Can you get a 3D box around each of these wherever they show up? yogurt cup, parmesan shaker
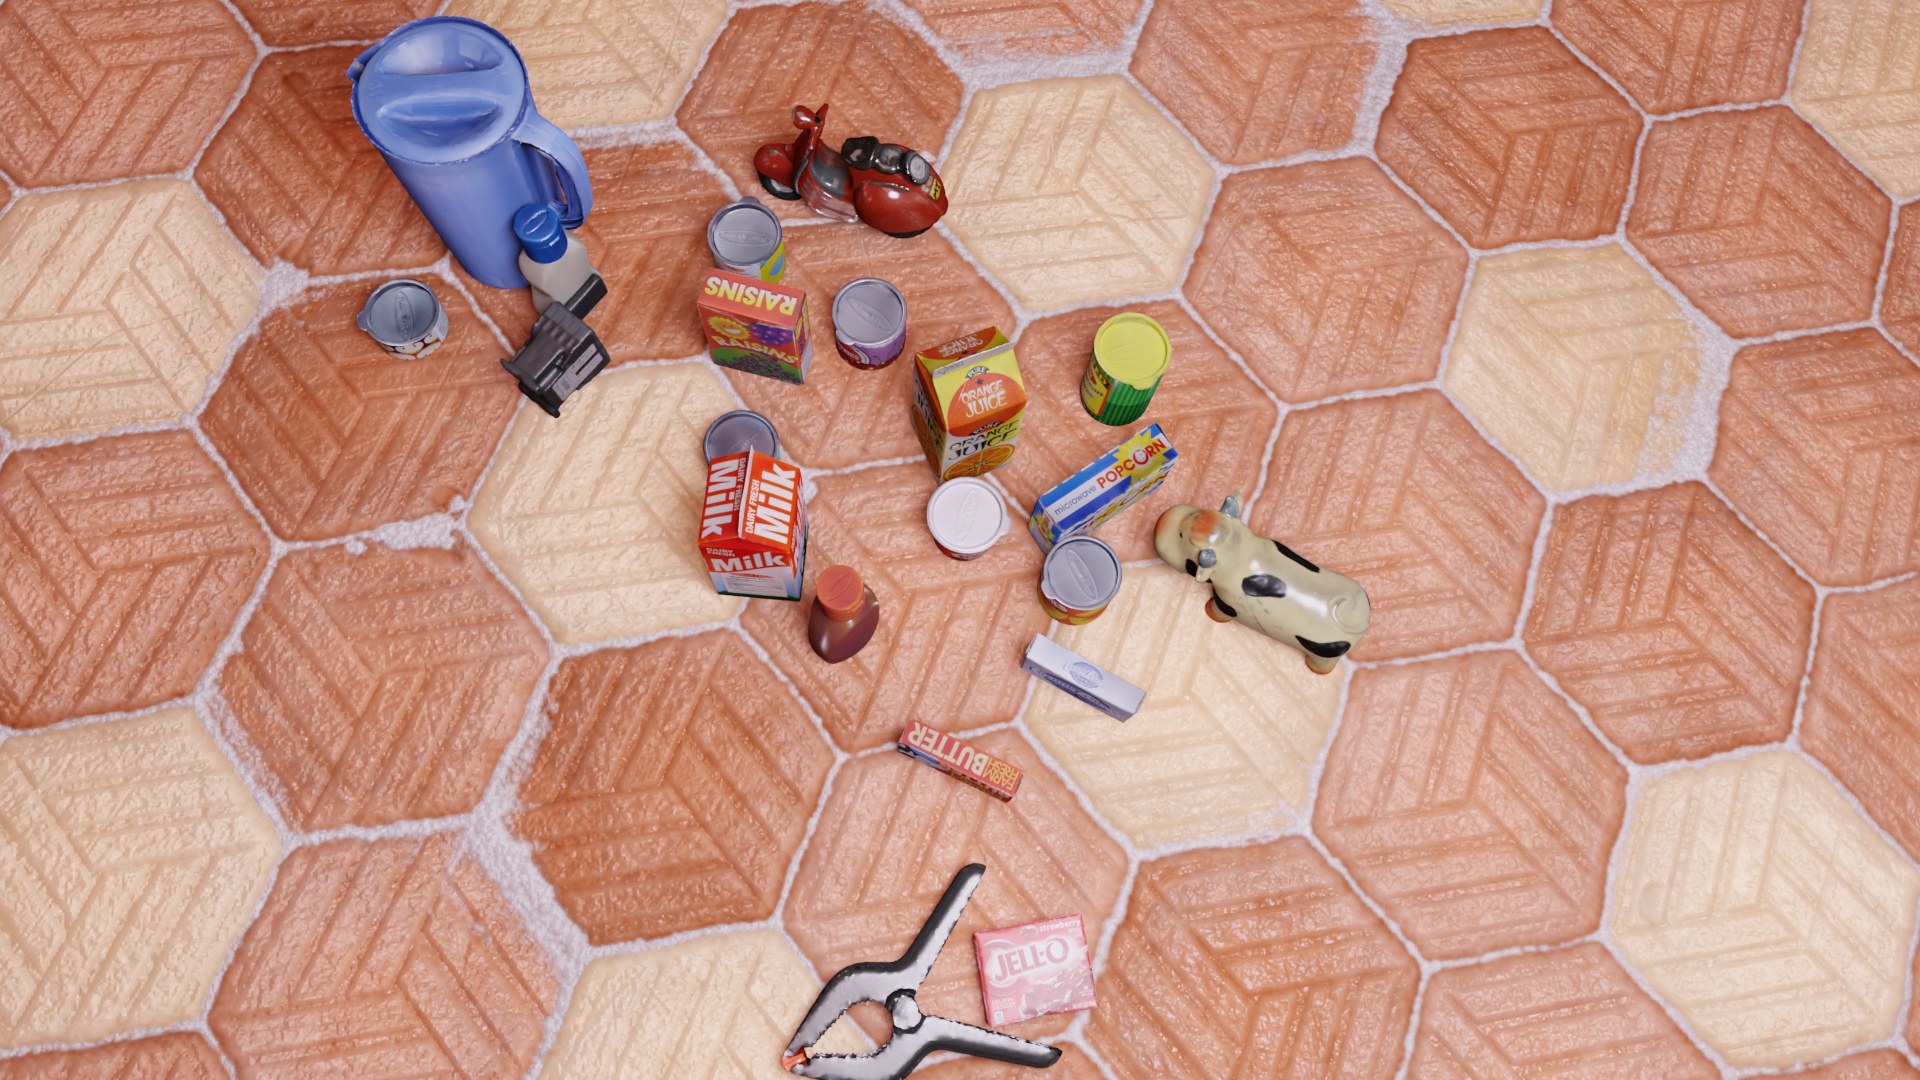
[{"bbox_3d":[0.004,-0.015,1.198,0.072,0.053,0.072,1,73,-3],"label":"yogurt cup"},{"bbox_3d":[0.144,-0.146,1.221,0.071,0.102,0.071,1,73,-3],"label":"parmesan shaker"}]

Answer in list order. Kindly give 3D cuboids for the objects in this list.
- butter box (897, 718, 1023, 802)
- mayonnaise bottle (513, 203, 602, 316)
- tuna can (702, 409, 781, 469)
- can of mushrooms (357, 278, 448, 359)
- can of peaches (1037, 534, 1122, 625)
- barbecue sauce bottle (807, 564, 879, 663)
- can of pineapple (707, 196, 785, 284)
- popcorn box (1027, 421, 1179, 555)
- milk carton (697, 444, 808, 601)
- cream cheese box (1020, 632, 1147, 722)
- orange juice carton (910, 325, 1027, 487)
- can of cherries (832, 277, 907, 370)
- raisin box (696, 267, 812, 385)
[{"bbox_3d":[0.000,0.181,1.136,0.103,0.053,0.024,25,73,4],"label":"butter box"},{"bbox_3d":[-0.349,-0.237,1.197,0.041,0.147,0.065,38,75,8],"label":"mayonnaise bottle"},{"bbox_3d":[-0.189,-0.076,1.216,0.071,0.032,0.071,1,73,-3],"label":"tuna can"},{"bbox_3d":[-0.495,-0.196,1.235,0.071,0.033,0.071,1,73,-3],"label":"can of mushrooms"},{"bbox_3d":[0.098,0.036,1.185,0.071,0.058,0.071,1,73,-3],"label":"can of peaches"},{"bbox_3d":[-0.095,0.057,1.120,0.044,0.148,0.065,43,76,9],"label":"barbecue sauce bottle"},{"bbox_3d":[-0.192,-0.267,1.263,0.071,0.057,0.071,1,73,-3],"label":"can of pineapple"},{"bbox_3d":[0.121,-0.042,1.197,0.127,0.085,0.038,-33,78,-12],"label":"popcorn box"},{"bbox_3d":[-0.165,-0.011,1.115,0.073,0.190,0.072,5,73,-2],"label":"milk carton"},{"bbox_3d":[0.102,0.116,1.163,0.104,0.053,0.024,28,74,5],"label":"cream cheese box"},{"bbox_3d":[0.006,-0.115,1.157,0.072,0.192,0.073,-21,75,-9],"label":"orange juice carton"},{"bbox_3d":[-0.083,-0.192,1.246,0.071,0.058,0.071,1,73,-3],"label":"can of cherries"},{"bbox_3d":[-0.176,-0.183,1.203,0.086,0.123,0.040,15,73,1],"label":"raisin box"}]
